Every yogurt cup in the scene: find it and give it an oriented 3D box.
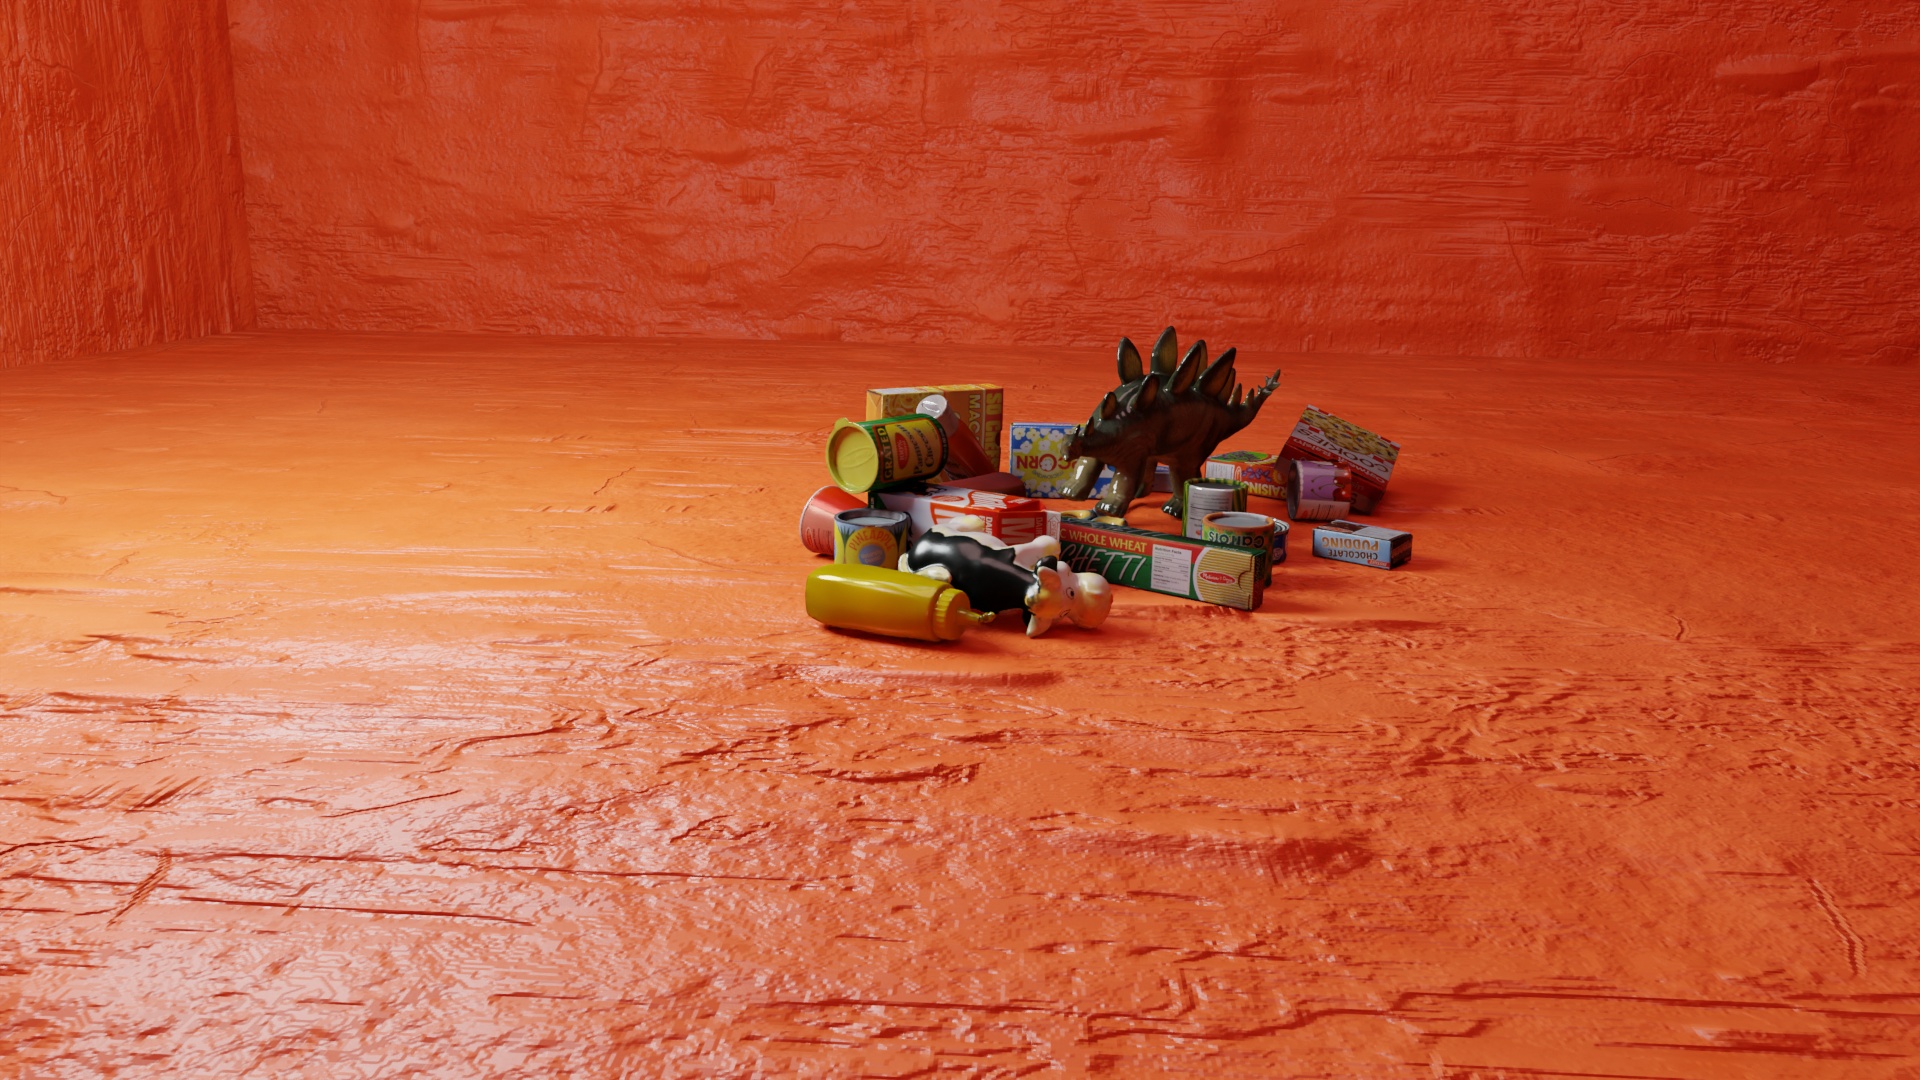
[{"bbox_3d":[-0.112,-0.014,1.329,0.054,0.072,0.072,20,21,33],"label":"yogurt cup"}]

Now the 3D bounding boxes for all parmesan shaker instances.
[{"bbox_3d":[-0.068,-0.086,1.306,0.071,0.071,0.103,12,17,38],"label":"parmesan shaker"}]

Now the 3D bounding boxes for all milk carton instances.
[{"bbox_3d":[0.010,-0.005,1.280,0.190,0.072,0.074,11,16,35],"label":"milk carton"}]

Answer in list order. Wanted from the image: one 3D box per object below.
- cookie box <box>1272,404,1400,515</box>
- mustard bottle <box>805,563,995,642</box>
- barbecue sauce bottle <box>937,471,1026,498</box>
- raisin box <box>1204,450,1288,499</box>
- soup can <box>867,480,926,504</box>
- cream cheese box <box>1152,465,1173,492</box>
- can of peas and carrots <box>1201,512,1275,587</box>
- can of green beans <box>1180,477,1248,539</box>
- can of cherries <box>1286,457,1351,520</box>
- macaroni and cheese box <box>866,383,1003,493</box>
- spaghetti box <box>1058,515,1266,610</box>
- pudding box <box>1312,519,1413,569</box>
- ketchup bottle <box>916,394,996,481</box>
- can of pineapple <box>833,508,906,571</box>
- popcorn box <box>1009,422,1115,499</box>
[{"bbox_3d":[0.445,-0.099,1.633,0.123,0.040,0.168,26,29,12],"label":"cookie box"},{"bbox_3d":[-0.045,0.052,1.093,0.160,0.048,0.065,9,13,30],"label":"mustard bottle"},{"bbox_3d":[0.000,-0.043,1.499,0.149,0.043,0.065,-13,19,-43],"label":"barbecue sauce bottle"},{"bbox_3d":[0.370,-0.079,1.684,0.123,0.040,0.086,12,16,42],"label":"raisin box"},{"bbox_3d":[-0.070,-0.072,1.527,0.071,0.083,0.071,1,13,0],"label":"soup can"},{"bbox_3d":[0.225,-0.077,1.693,0.104,0.024,0.053,5,13,13],"label":"cream cheese box"},{"bbox_3d":[0.253,0.009,1.269,0.071,0.058,0.071,1,13,0],"label":"can of peas and carrots"},{"bbox_3d":[0.263,-0.031,1.436,0.071,0.057,0.071,1,13,0],"label":"can of green beans"},{"bbox_3d":[0.394,-0.058,1.528,0.058,0.071,0.071,2,13,2],"label":"can of cherries"},{"bbox_3d":[-0.030,-0.118,1.636,0.167,0.123,0.040,-7,18,-30],"label":"macaroni and cheese box"},{"bbox_3d":[0.156,0.015,1.257,0.250,0.050,0.029,11,15,36],"label":"spaghetti box"},{"bbox_3d":[0.394,0.003,1.364,0.084,0.030,0.050,13,19,40],"label":"pudding box"},{"bbox_3d":[-0.005,-0.106,1.565,0.065,0.044,0.148,23,-21,35],"label":"ketchup bottle"},{"bbox_3d":[-0.081,0.006,1.258,0.071,0.057,0.071,1,14,0],"label":"can of pineapple"},{"bbox_3d":[0.120,-0.094,1.626,0.127,0.085,0.038,1,12,2],"label":"popcorn box"}]
